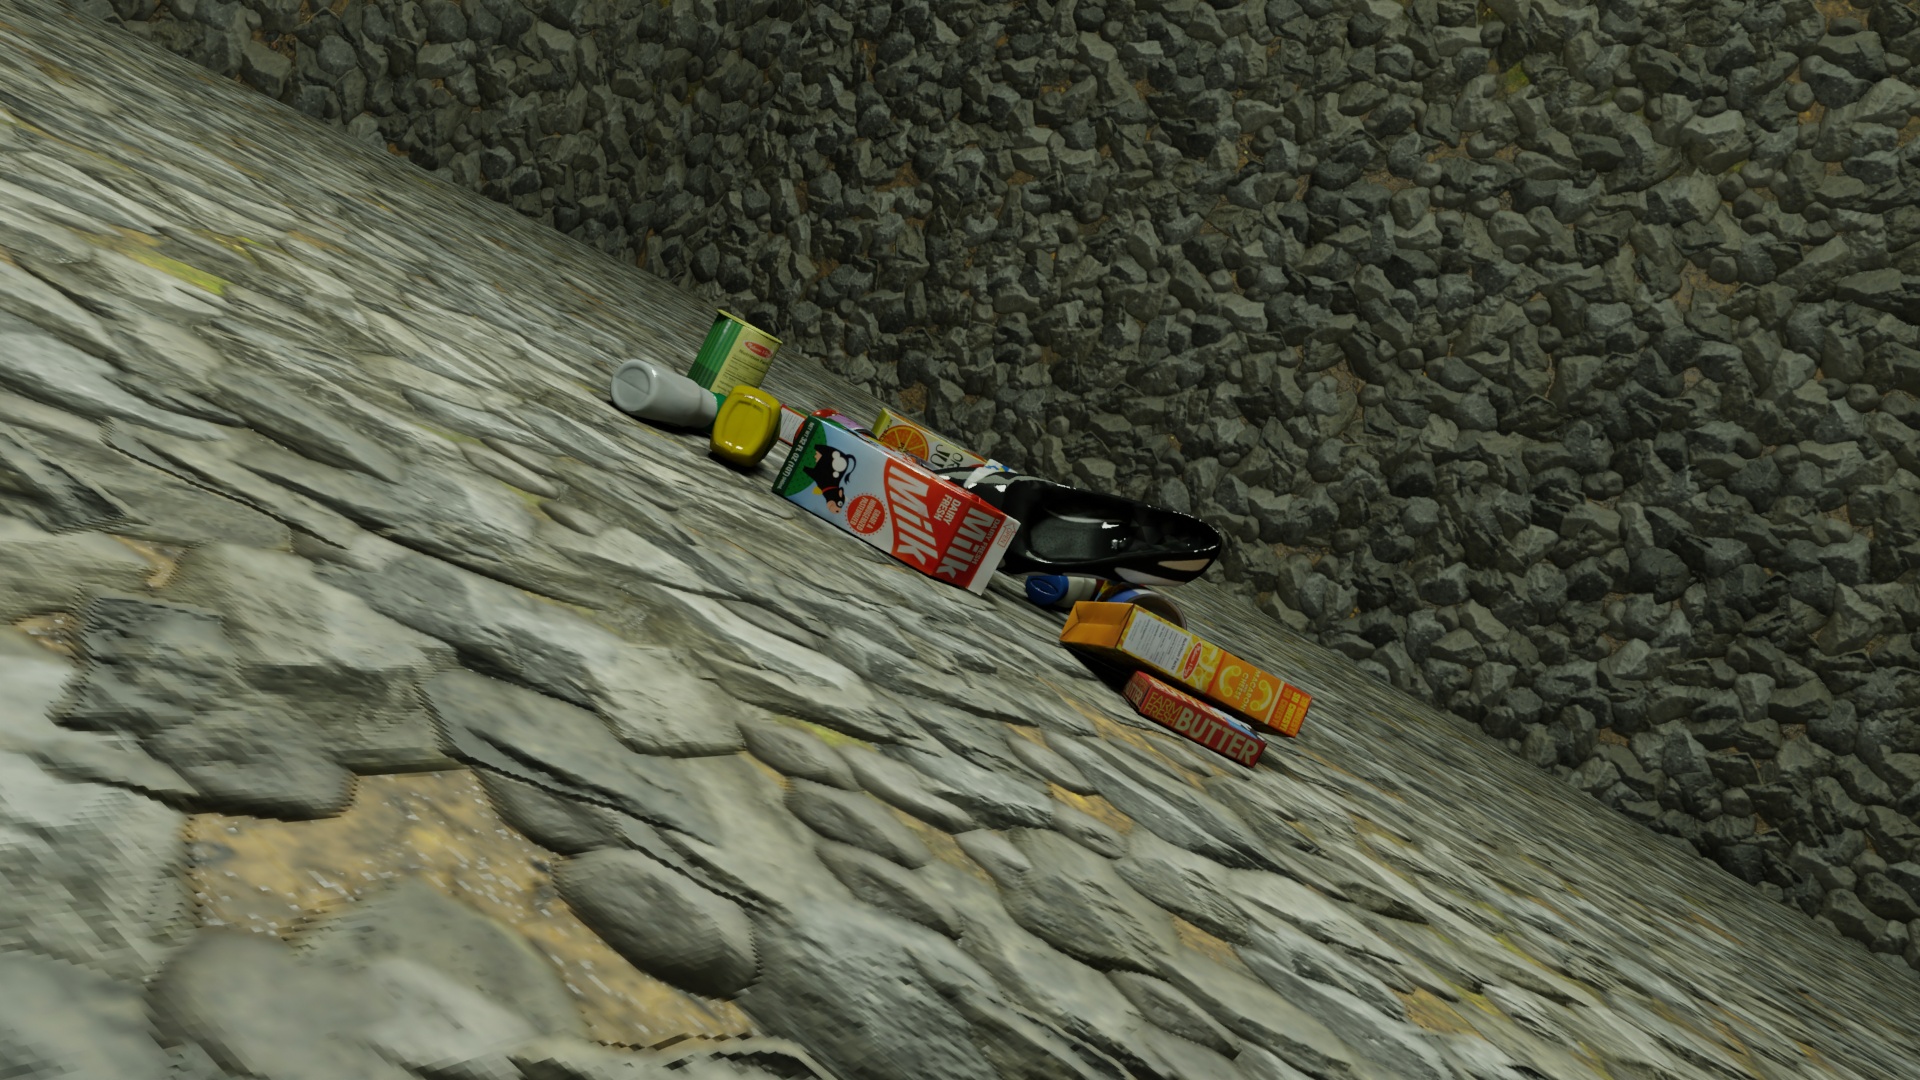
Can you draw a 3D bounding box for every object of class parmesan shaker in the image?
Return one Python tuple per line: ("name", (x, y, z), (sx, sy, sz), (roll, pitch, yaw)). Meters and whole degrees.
("parmesan shaker", (-0.222, -0.157, 1.302), (0.071, 0.103, 0.071), (28, 5, -3))

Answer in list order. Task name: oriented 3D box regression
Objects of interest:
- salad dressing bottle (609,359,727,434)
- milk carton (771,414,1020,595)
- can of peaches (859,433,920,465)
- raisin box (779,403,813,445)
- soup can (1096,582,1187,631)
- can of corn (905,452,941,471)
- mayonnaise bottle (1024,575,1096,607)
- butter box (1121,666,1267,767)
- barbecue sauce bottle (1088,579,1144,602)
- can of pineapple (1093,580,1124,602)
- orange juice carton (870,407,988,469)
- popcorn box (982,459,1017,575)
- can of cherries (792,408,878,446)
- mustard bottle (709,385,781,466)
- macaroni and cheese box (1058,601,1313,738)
("salad dressing bottle", (-0.241, -0.119, 1.190), (0.064, 0.044, 0.147), (28, 5, 19))
("milk carton", (-0.050, -0.029, 1.147), (0.191, 0.072, 0.073), (29, 6, 5))
("can of peaches", (-0.080, -0.060, 1.288), (0.058, 0.071, 0.071), (25, 7, -24))
("raisin box", (-0.140, -0.104, 1.539), (0.123, 0.040, 0.086), (28, 5, 11))
("soup can", (0.152, 0.076, 1.207), (0.071, 0.071, 0.084), (27, 1, -7))
("can of corn", (-0.041, -0.050, 1.432), (0.071, 0.058, 0.071), (28, 6, -3))
("mayonnaise bottle", (0.093, 0.041, 1.355), (0.065, 0.041, 0.148), (26, 7, 11))
("butter box", (0.172, 0.131, 1.031), (0.103, 0.024, 0.053), (27, 5, -12))
("barbecue sauce bottle", (0.159, 0.047, 1.457), (0.065, 0.043, 0.148), (19, -4, -4))
("can of pineapple", (0.152, 0.070, 1.289), (0.071, 0.058, 0.071), (28, 5, -3))
("orange juice carton", (-0.029, -0.094, 1.793), (0.193, 0.071, 0.073), (26, 7, -14))
("popcorn box", (0.040, -0.026, 1.432), (0.085, 0.038, 0.127), (28, 35, 6))
("can of cherries", (-0.124, -0.089, 1.359), (0.058, 0.071, 0.071), (33, 7, 40))
("mustard bottle", (-0.180, -0.098, 1.196), (0.049, 0.065, 0.160), (23, 2, -4))
("macaroni and cheese box", (0.175, 0.102, 1.102), (0.166, 0.040, 0.123), (27, -8, -14))
